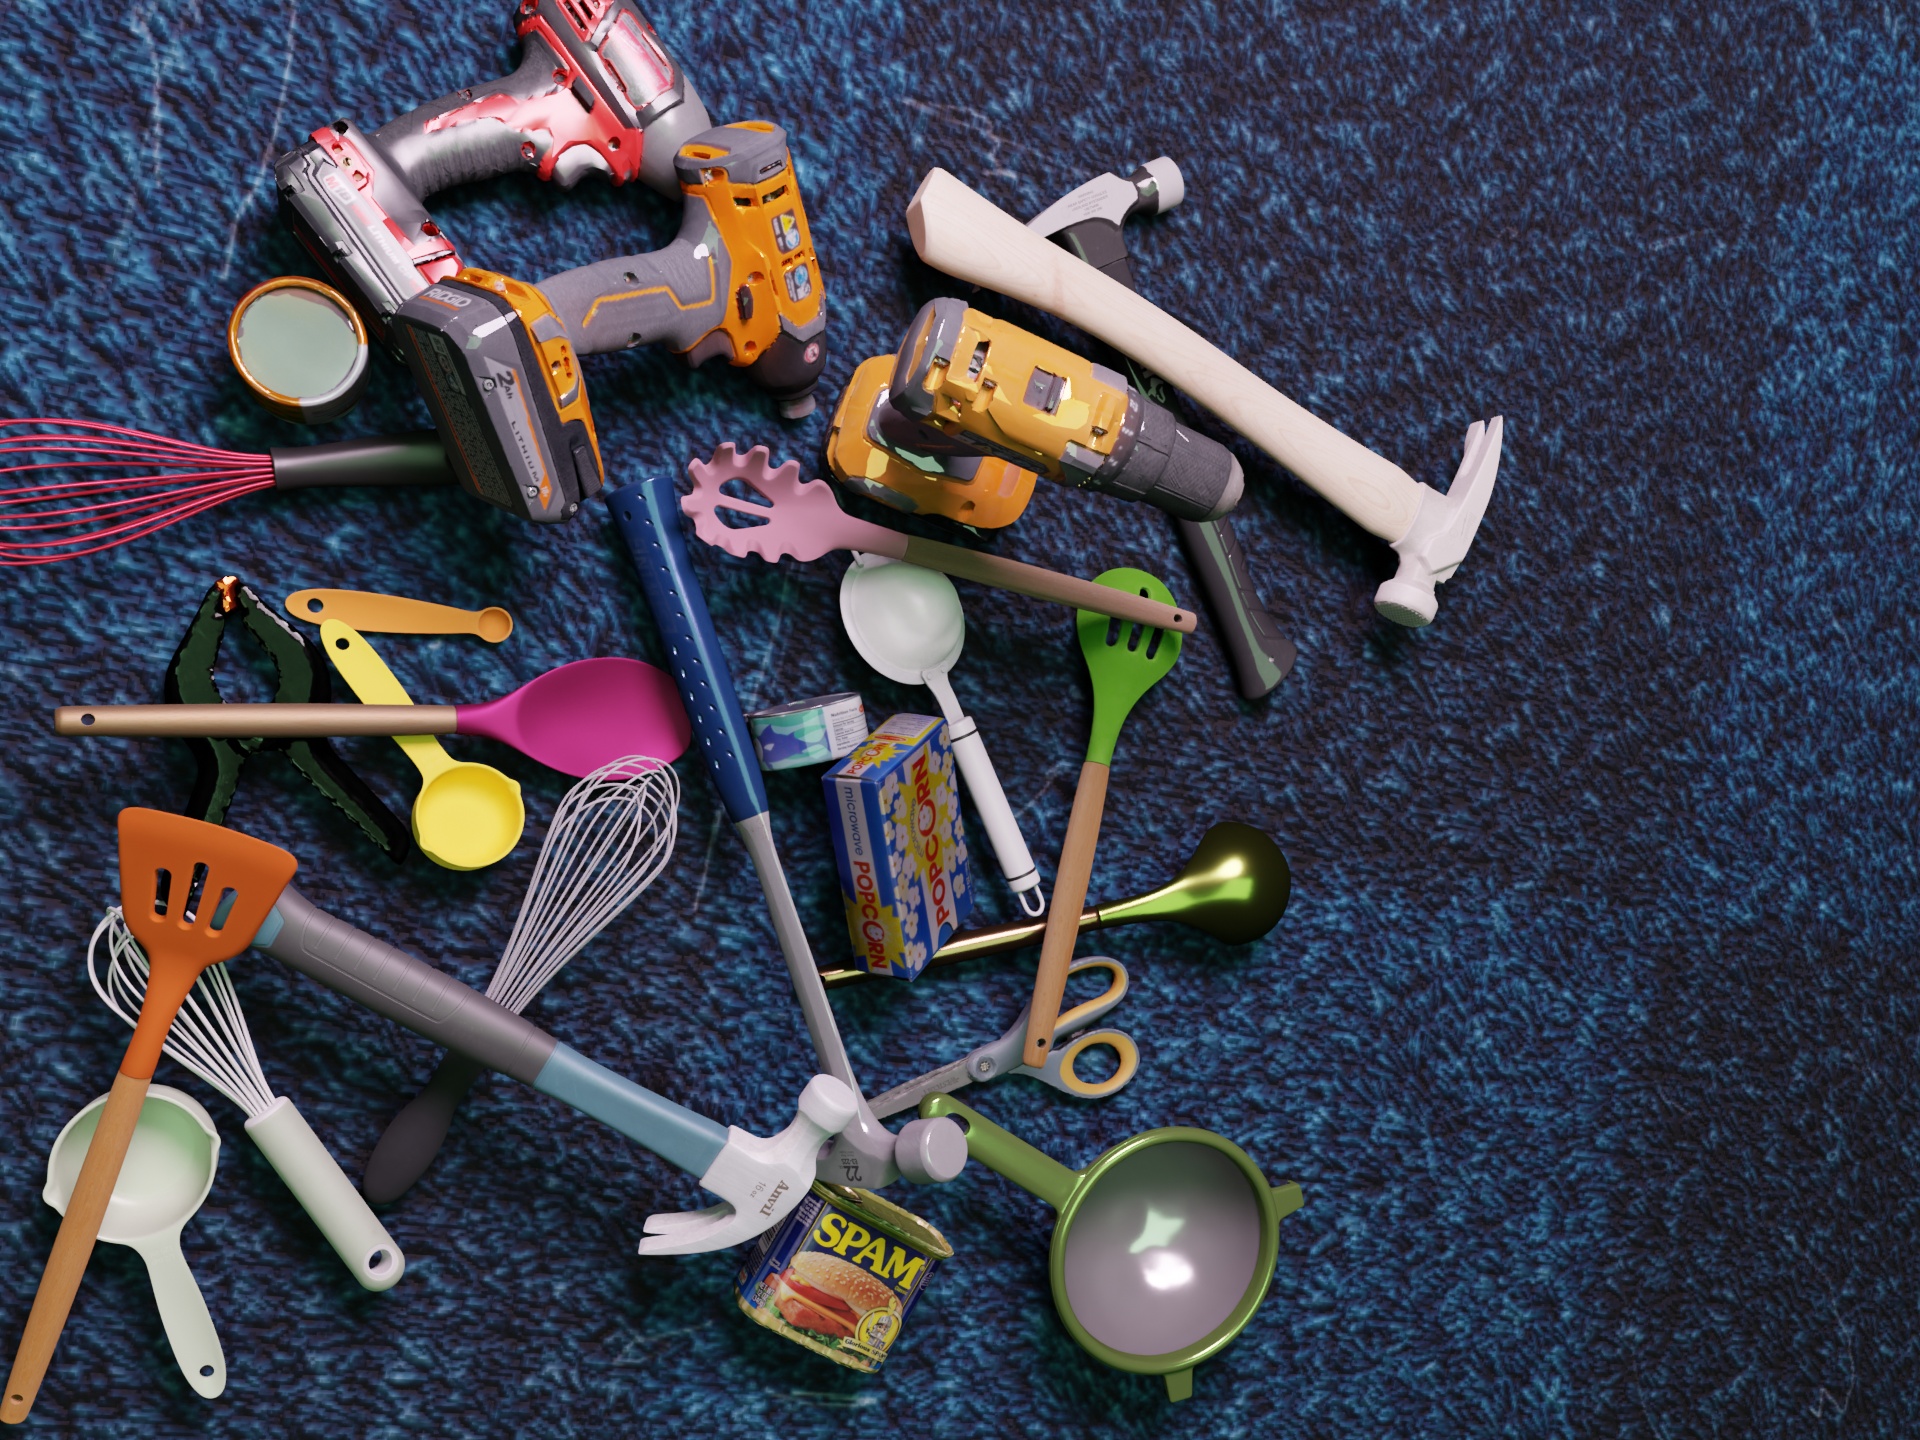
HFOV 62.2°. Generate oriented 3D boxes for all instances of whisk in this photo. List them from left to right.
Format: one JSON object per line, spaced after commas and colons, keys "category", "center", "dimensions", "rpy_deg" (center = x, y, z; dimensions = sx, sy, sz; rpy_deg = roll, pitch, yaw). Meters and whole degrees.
{"category": "whisk", "center": [-0.372, -0.126, 0.812], "dimensions": [0.295, 0.073, 0.073], "rpy_deg": [-10, 95, -25]}
{"category": "whisk", "center": [-0.364, 0.196, 0.821], "dimensions": [0.058, 0.059, 0.246], "rpy_deg": [-39, 104, -35]}
{"category": "whisk", "center": [-0.238, 0.141, 0.857], "dimensions": [0.070, 0.070, 0.284], "rpy_deg": [33, 90, -17]}

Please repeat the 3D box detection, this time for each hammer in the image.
{"category": "hammer", "center": [-0.225, 0.168, 0.816], "dimensions": [0.331, 0.033, 0.128], "rpy_deg": [31, 102, -10]}
{"category": "hammer", "center": [-0.117, 0.065, 0.879], "dimensions": [0.035, 0.144, 0.405], "rpy_deg": [-19, 90, -48]}
{"category": "hammer", "center": [0.128, -0.168, 0.990], "dimensions": [0.146, 0.035, 0.334], "rpy_deg": [-26, 100, -17]}
{"category": "hammer", "center": [0.153, -0.215, 0.961], "dimensions": [0.410, 0.038, 0.146], "rpy_deg": [28, 80, -18]}

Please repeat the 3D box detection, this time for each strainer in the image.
{"category": "strainer", "center": [-0.001, -0.003, 0.935], "dimensions": [0.087, 0.050, 0.258], "rpy_deg": [-28, 97, -38]}
{"category": "strainer", "center": [0.073, 0.287, 0.964], "dimensions": [0.256, 0.069, 0.151], "rpy_deg": [34, 83, -16]}

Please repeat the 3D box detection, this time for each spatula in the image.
{"category": "spatula", "center": [-0.408, 0.195, 0.765], "dimensions": [0.081, 0.041, 0.322], "rpy_deg": [20, 94, -16]}

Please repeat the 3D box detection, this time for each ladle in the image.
{"category": "ladle", "center": [0.055, 0.125, 0.976], "dimensions": [0.320, 0.062, 0.078], "rpy_deg": [-11, 90, -11]}

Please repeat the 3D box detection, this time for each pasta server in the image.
{"category": "pasta server", "center": [-0.004, -0.091, 0.902], "dimensions": [0.316, 0.040, 0.060], "rpy_deg": [13, 89, -18]}

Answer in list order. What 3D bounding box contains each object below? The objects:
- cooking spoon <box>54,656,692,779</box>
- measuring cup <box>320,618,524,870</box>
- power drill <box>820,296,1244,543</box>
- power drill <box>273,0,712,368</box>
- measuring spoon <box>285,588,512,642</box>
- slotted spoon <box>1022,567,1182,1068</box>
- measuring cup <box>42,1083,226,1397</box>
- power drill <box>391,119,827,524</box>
{"category": "cooking spoon", "center": [-0.292, -0.001, 0.833], "dimensions": [0.318, 0.017, 0.069], "rpy_deg": [0, 89, -31]}
{"category": "measuring cup", "center": [-0.296, 0.013, 0.857], "dimensions": [0.062, 0.029, 0.156], "rpy_deg": [-37, 93, -32]}
{"category": "power drill", "center": [0.031, -0.148, 0.856], "dimensions": [0.185, 0.226, 0.084], "rpy_deg": [20, 85, -18]}
{"category": "power drill", "center": [-0.236, -0.290, 0.845], "dimensions": [0.220, 0.078, 0.143], "rpy_deg": [-41, 104, -16]}
{"category": "measuring spoon", "center": [-0.303, -0.058, 0.862], "dimensions": [0.117, 0.011, 0.021], "rpy_deg": [5, 100, -15]}
{"category": "slotted spoon", "center": [0.079, 0.052, 0.954], "dimensions": [0.070, 0.031, 0.314], "rpy_deg": [16, 77, -11]}
{"category": "measuring cup", "center": [-0.408, 0.266, 0.819], "dimensions": [0.083, 0.038, 0.167], "rpy_deg": [-17, 99, -17]}
{"category": "power drill", "center": [-0.162, -0.195, 0.835], "dimensions": [0.226, 0.084, 0.164], "rpy_deg": [-39, 135, -29]}
